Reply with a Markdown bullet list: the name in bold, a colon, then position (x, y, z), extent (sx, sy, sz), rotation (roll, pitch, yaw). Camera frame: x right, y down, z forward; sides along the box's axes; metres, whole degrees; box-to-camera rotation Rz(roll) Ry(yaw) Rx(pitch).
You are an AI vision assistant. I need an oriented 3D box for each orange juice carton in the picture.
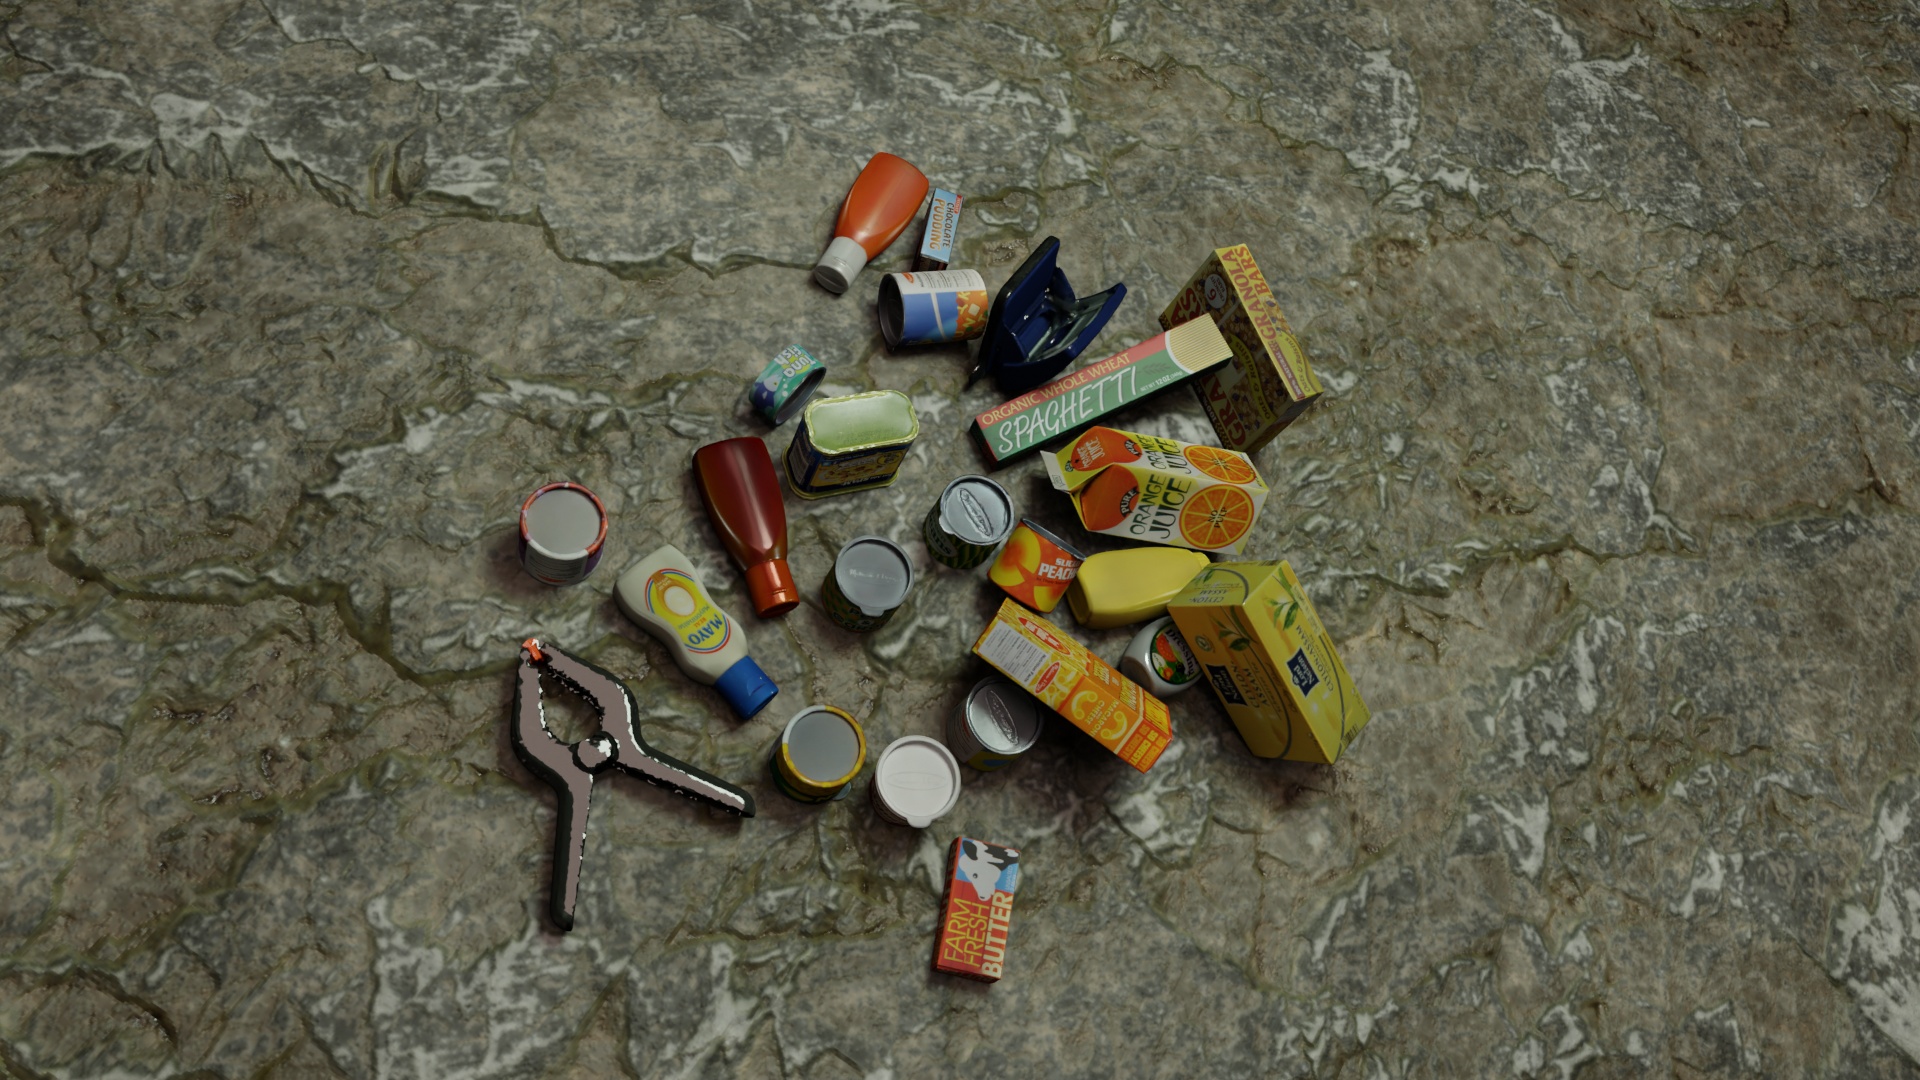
- **orange juice carton**: position (0.167, -0.048, 1.241), extent (0.193, 0.072, 0.072), rotation (9, 30, -15)

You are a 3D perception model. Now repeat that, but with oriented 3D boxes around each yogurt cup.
- **yogurt cup**: position (-0.039, 0.192, 1.088), extent (0.072, 0.053, 0.072), rotation (7, 65, -16)

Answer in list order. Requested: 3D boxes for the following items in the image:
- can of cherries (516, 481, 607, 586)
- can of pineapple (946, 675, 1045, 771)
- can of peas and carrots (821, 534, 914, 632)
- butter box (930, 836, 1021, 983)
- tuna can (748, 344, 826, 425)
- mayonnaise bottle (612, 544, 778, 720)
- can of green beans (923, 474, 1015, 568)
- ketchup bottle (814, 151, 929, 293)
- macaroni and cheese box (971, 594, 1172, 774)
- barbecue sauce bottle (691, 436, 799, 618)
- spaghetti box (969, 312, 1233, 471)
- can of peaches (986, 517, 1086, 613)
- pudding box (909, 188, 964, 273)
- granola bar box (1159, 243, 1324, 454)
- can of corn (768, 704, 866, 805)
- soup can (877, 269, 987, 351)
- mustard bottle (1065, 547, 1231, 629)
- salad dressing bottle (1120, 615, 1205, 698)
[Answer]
- **can of cherries**: position (-0.311, -0.008, 1.084), extent (0.071, 0.058, 0.072), rotation (7, 66, -16)
- **can of pineapple**: position (0.029, 0.149, 1.129), extent (0.071, 0.057, 0.071), rotation (7, 65, -16)
- **can of peas and carrots**: position (-0.077, 0.039, 1.142), extent (0.071, 0.058, 0.071), rotation (7, 66, -15)
- **butter box**: position (0.012, 0.287, 1.080), extent (0.053, 0.024, 0.104), rotation (17, 63, -12)
- **tuna can**: position (-0.148, -0.135, 1.190), extent (0.033, 0.070, 0.071), rotation (41, 61, 3)
- **mayonnaise bottle**: position (-0.204, 0.075, 1.093), extent (0.148, 0.041, 0.065), rotation (47, 60, 6)
- **can of green beans**: position (0.006, -0.015, 1.195), extent (0.071, 0.057, 0.071), rotation (7, 65, -16)
- **ketchup bottle**: position (-0.087, -0.295, 1.298), extent (0.065, 0.043, 0.149), rotation (30, 61, -3)
- **macaroni and cheese box**: position (0.092, 0.113, 1.128), extent (0.166, 0.124, 0.040), rotation (36, 98, 3)
- **barbecue sauce bottle**: position (-0.171, -0.011, 1.142), extent (0.065, 0.043, 0.149), rotation (-13, 72, -23)
- **spaghetti box**: position (0.130, -0.136, 1.273), extent (0.250, 0.028, 0.050), rotation (-25, 75, -11)
- **can of peaches**: position (0.065, 0.023, 1.181), extent (0.071, 0.071, 0.058), rotation (32, 97, -3)
- **pudding box**: position (-0.023, -0.283, 1.310), extent (0.030, 0.049, 0.084), rotation (17, 62, -9)
- **granola bar box**: position (0.263, -0.178, 1.317), extent (0.039, 0.123, 0.166), rotation (-16, 73, -25)
- **can of corn**: position (-0.109, 0.167, 1.074), extent (0.071, 0.058, 0.071), rotation (7, 65, -15)
- **soup can**: position (-0.026, -0.211, 1.270), extent (0.084, 0.071, 0.071), rotation (-8, 70, -22)
- **mustard bottle**: position (0.173, 0.037, 1.233), extent (0.161, 0.048, 0.065), rotation (-8, 64, -22)
- **salad dressing bottle**: position (0.208, 0.085, 1.226), extent (0.148, 0.044, 0.064), rotation (-30, 89, -28)
